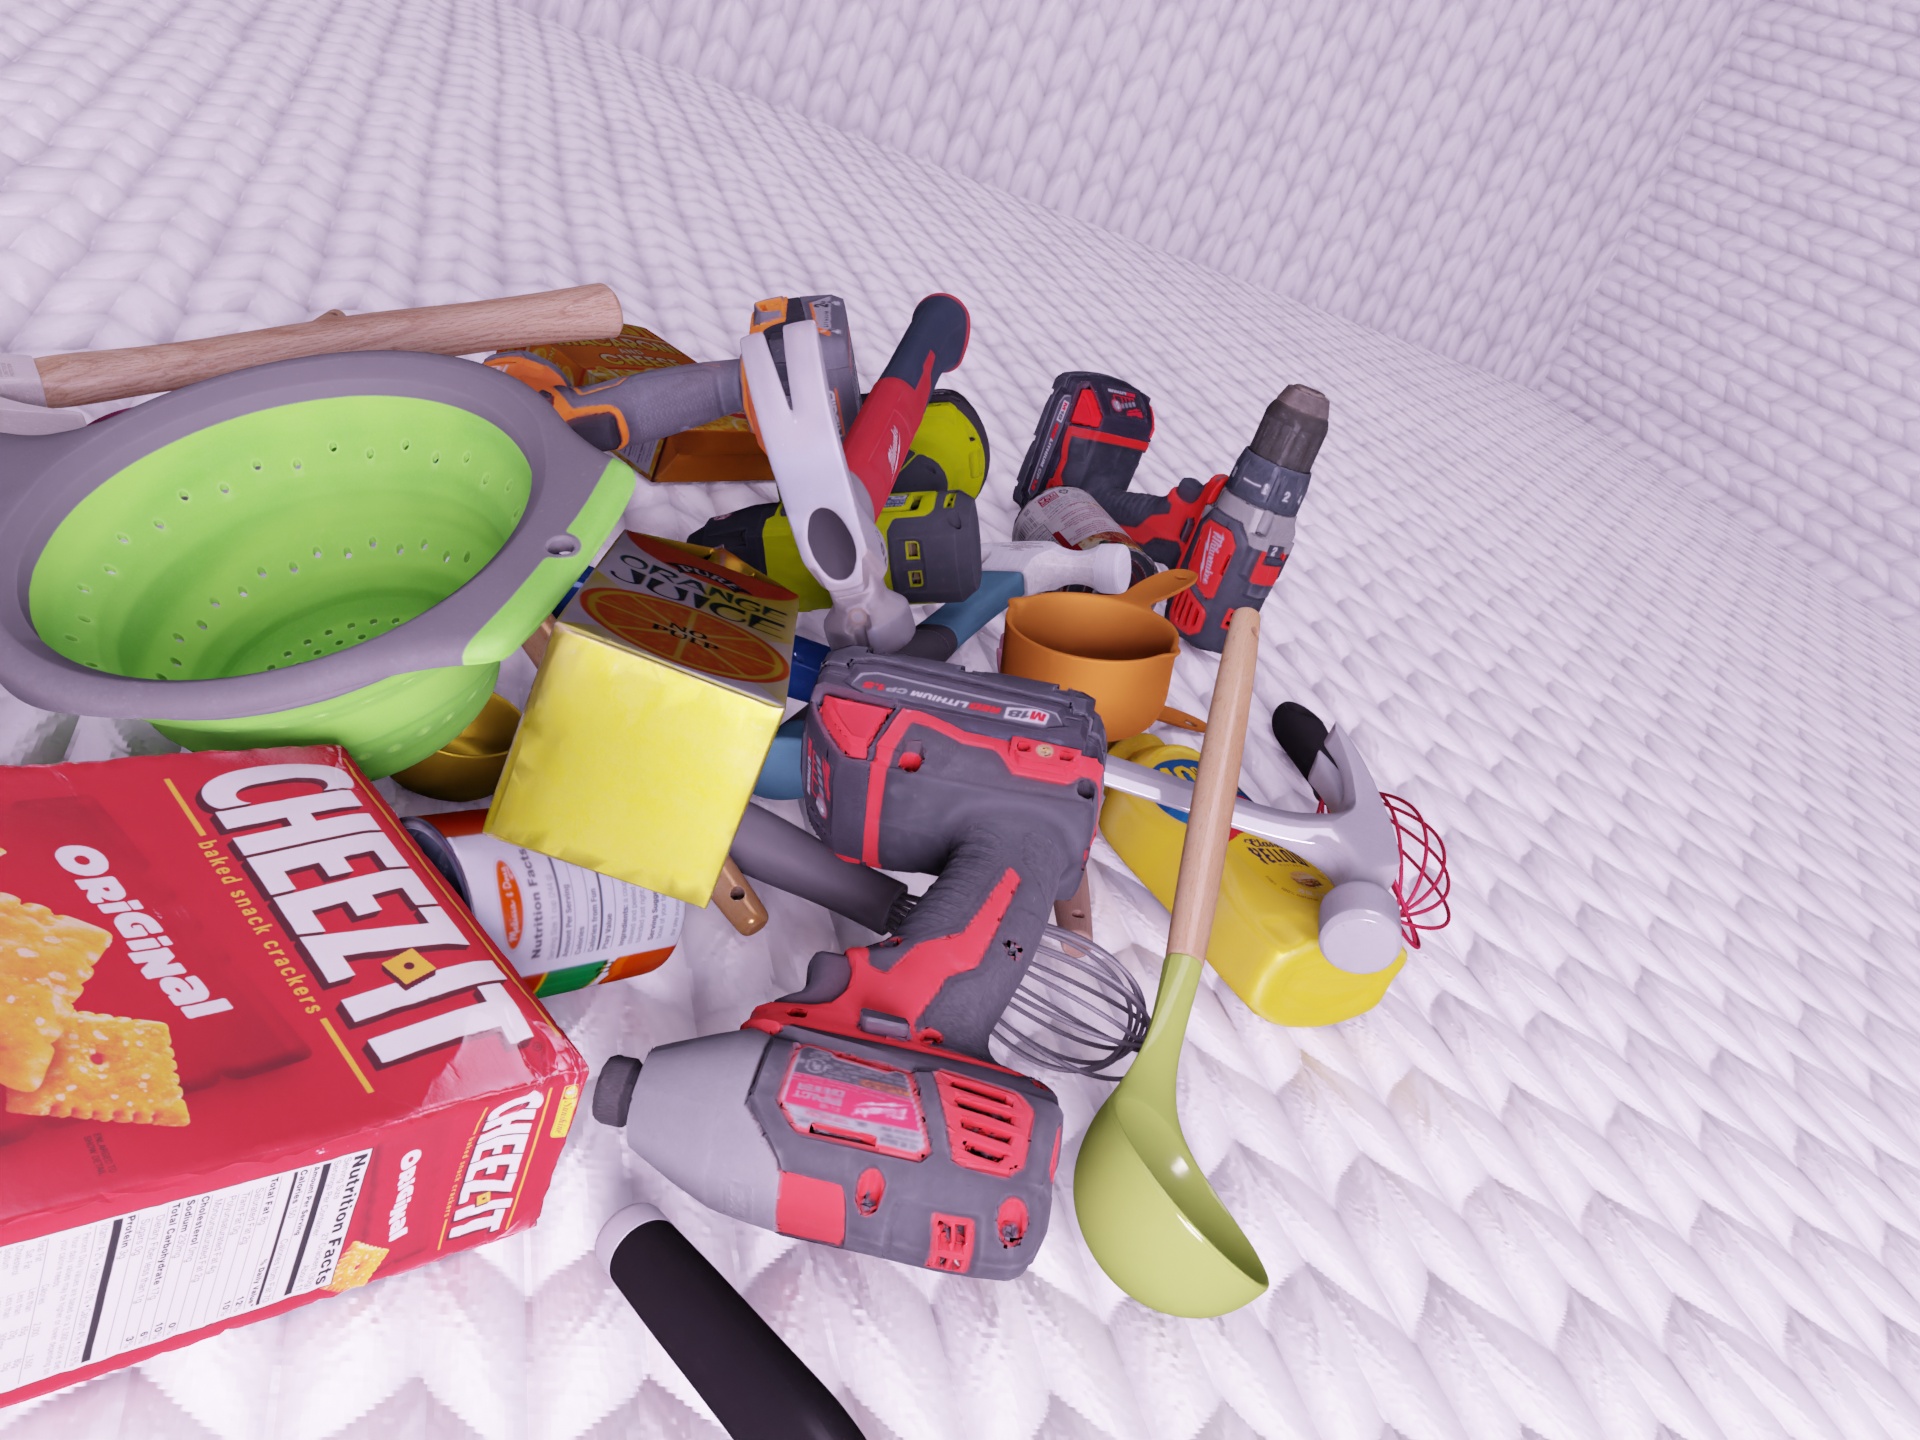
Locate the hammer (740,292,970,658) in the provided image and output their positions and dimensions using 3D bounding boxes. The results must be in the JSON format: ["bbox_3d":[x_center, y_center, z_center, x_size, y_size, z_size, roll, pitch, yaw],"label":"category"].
[{"bbox_3d":[-0.036,-0.175,0.811,0.038,0.143,0.387,-10,26,12],"label":"hammer"}]

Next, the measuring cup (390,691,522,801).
[{"bbox_3d":[-0.213,-0.015,0.670,0.062,0.029,0.157,14,24,-21],"label":"measuring cup"}]

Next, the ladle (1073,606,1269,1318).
[{"bbox_3d":[0.099,0.068,0.604,0.078,0.062,0.320,45,44,-29],"label":"ladle"}]

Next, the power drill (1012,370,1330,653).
[{"bbox_3d":[0.153,-0.176,1.128,0.080,0.187,0.227,2,29,-41],"label":"power drill"}]

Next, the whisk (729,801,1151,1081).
[{"bbox_3d":[-0.029,0.077,0.632,0.239,0.055,0.055,25,24,13],"label":"whisk"}]

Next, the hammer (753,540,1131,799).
[{"bbox_3d":[-0.018,-0.038,0.838,0.128,0.033,0.331,4,23,23],"label":"hammer"}]

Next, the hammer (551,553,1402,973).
[{"bbox_3d":[-0.001,-0.002,0.710,0.405,0.035,0.144,18,33,1],"label":"hammer"}]

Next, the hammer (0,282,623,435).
[{"bbox_3d":[-0.326,-0.182,0.785,0.331,0.031,0.130,-16,44,-29],"label":"hammer"}]

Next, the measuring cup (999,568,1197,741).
[{"bbox_3d":[0.084,-0.038,0.837,0.095,0.052,0.173,20,27,24],"label":"measuring cup"}]

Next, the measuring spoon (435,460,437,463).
[{"bbox_3d":[-0.307,-0.175,0.907,0.042,0.021,0.129,2,33,-39],"label":"measuring spoon"}]

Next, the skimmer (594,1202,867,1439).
[{"bbox_3d":[0.015,0.247,0.348,0.127,0.090,0.364,-11,31,-40],"label":"skimmer"}]

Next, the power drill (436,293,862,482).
[{"bbox_3d":[-0.168,-0.162,0.857,0.226,0.084,0.164,-9,29,0],"label":"power drill"}]

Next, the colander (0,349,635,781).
[{"bbox_3d":[-0.310,-0.056,0.596,0.397,0.094,0.205,10,45,14],"label":"colander"}]

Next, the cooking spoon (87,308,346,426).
[{"bbox_3d":[-0.382,-0.175,0.847,0.068,0.017,0.319,13,27,-9],"label":"cooking spoon"}]

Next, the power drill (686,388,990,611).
[{"bbox_3d":[-0.067,-0.126,0.926,0.171,0.080,0.223,-2,25,8],"label":"power drill"}]

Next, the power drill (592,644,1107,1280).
[{"bbox_3d":[-0.027,0.076,0.543,0.143,0.078,0.220,11,42,5],"label":"power drill"}]

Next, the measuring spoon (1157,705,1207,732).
[{"bbox_3d":[0.103,-0.006,0.953,0.116,0.011,0.021,14,27,-28],"label":"measuring spoon"}]

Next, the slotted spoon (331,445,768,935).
[{"bbox_3d":[-0.176,-0.034,0.658,0.070,0.031,0.314,-33,72,-22],"label":"slotted spoon"}]

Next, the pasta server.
[{"bbox_3d":[0.048,0.024,0.783,0.060,0.040,0.316,6,22,-2],"label":"pasta server"}]

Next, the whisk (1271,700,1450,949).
[{"bbox_3d":[0.214,0.045,0.898,0.073,0.073,0.296,21,19,-7],"label":"whisk"}]
